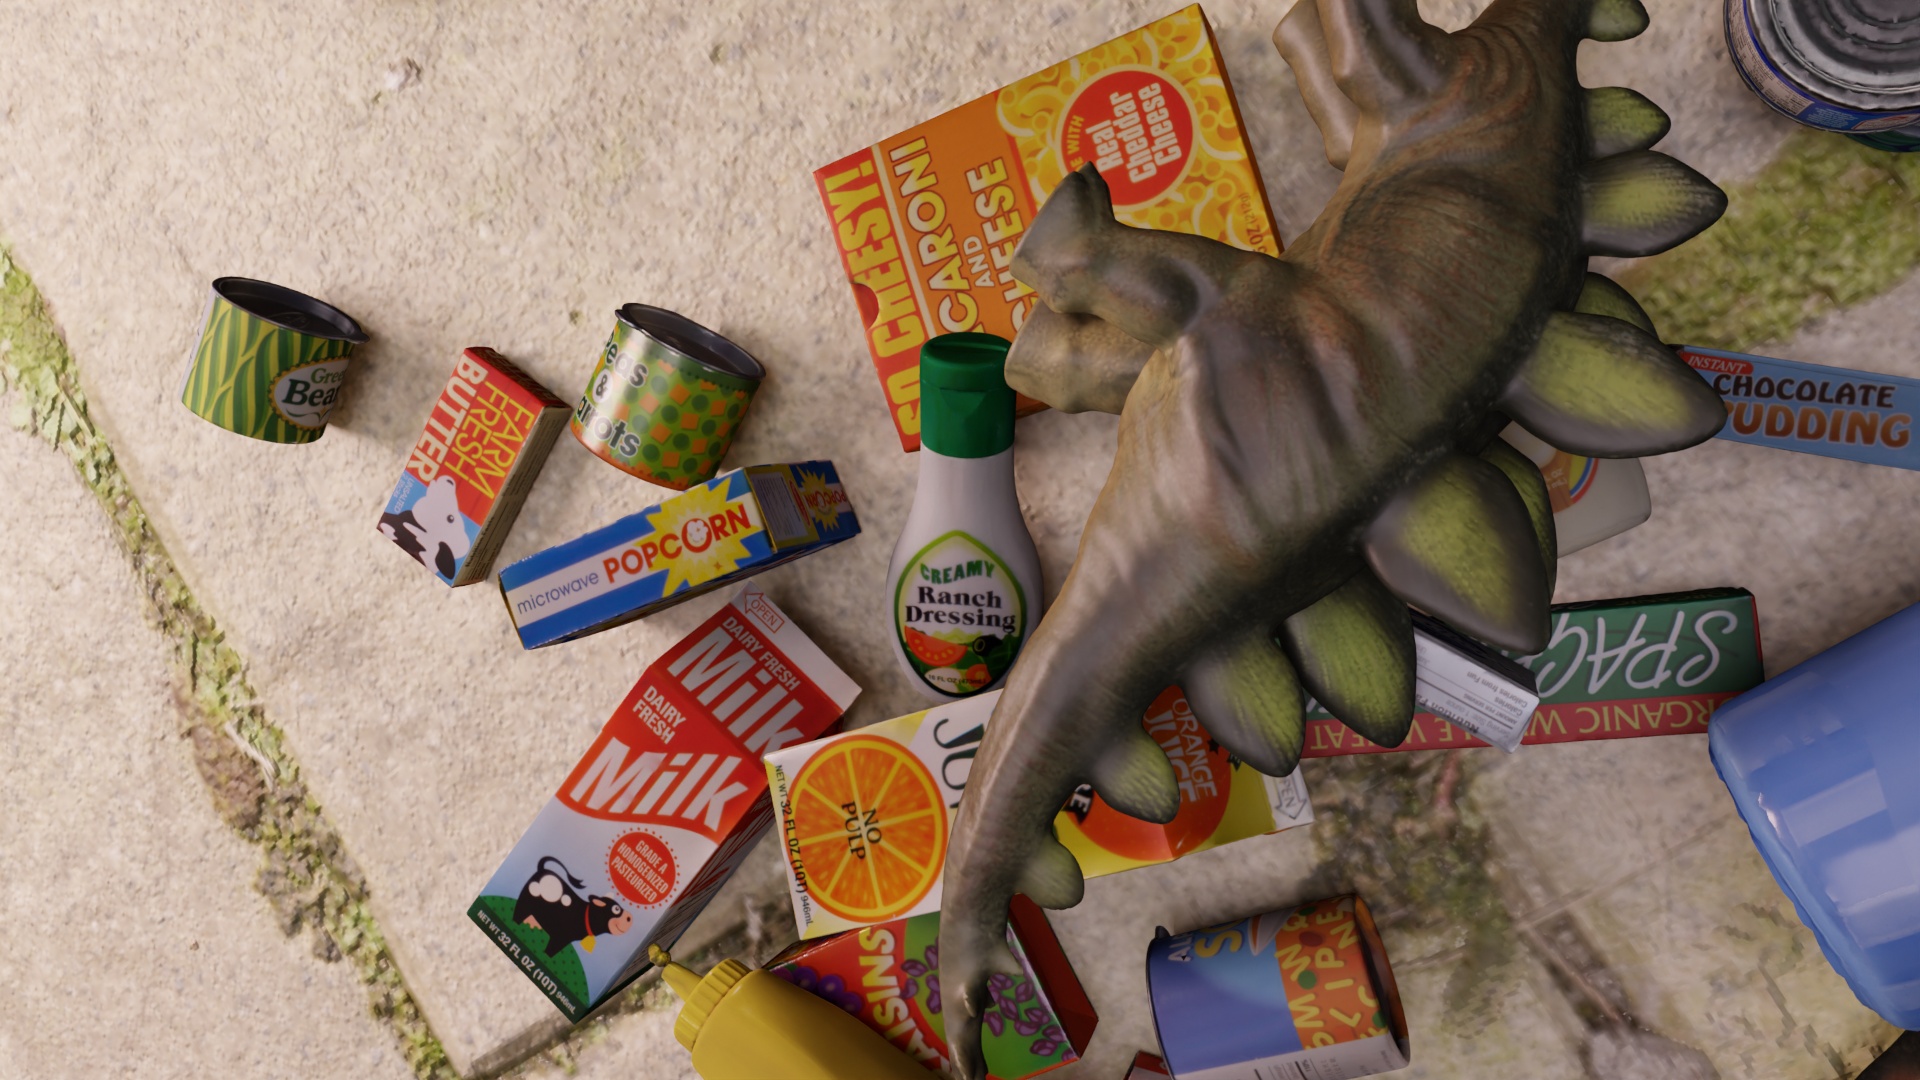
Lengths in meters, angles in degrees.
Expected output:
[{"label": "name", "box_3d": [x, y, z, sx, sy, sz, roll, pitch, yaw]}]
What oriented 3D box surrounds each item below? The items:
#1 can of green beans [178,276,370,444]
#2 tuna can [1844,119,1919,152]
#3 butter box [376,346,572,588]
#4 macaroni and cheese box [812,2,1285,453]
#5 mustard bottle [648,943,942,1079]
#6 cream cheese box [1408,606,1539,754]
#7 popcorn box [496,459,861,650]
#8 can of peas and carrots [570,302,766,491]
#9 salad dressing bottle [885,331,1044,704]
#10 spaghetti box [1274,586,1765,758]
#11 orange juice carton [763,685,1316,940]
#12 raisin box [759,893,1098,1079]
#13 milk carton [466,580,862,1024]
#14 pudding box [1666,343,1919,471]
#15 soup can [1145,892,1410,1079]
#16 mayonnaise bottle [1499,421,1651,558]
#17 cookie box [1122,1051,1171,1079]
[{"label": "can of green beans", "box_3d": [-0.328, -0.085, 0.660, 0.071, 0.071, 0.057, 29, 104, 13]}, {"label": "tuna can", "box_3d": [0.323, -0.162, 0.459, 0.071, 0.033, 0.071, 2, 96, 18]}, {"label": "butter box", "box_3d": [-0.230, -0.034, 0.655, 0.053, 0.024, 0.103, 34, 105, 12]}, {"label": "macaroni and cheese box", "box_3d": [0.037, -0.119, 0.552, 0.166, 0.040, 0.123, -18, 89, 18]}, {"label": "mustard bottle", "box_3d": [-0.066, 0.215, 0.564, 0.160, 0.065, 0.048, 32, 100, 18]}, {"label": "cream cheese box", "box_3d": [0.151, 0.035, 0.491, 0.104, 0.053, 0.024, 29, 101, 17]}, {"label": "popcorn box", "box_3d": [-0.118, 0.005, 0.590, 0.126, 0.085, 0.038, -20, 88, 19]}, {"label": "can of peas and carrots", "box_3d": [-0.127, -0.061, 0.595, 0.071, 0.071, 0.058, 32, 105, 13]}, {"label": "salad dressing bottle", "box_3d": [0.002, -0.007, 0.546, 0.064, 0.044, 0.147, 4, 118, 7]}, {"label": "spaghetti box", "box_3d": [0.167, 0.055, 0.531, 0.250, 0.029, 0.050, -7, 92, 19]}, {"label": "orange juice carton", "box_3d": [0.030, 0.092, 0.521, 0.192, 0.073, 0.072, -18, 78, 21]}, {"label": "raisin box", "box_3d": [-0.016, 0.198, 0.599, 0.123, 0.040, 0.086, -28, 87, 19]}, {"label": "milk carton", "box_3d": [-0.123, 0.110, 0.607, 0.072, 0.073, 0.190, 42, 105, 10]}, {"label": "pudding box", "box_3d": [0.283, -0.046, 0.474, 0.084, 0.050, 0.030, 12, 101, 17]}, {"label": "soup can", "box_3d": [0.122, 0.176, 0.539, 0.083, 0.071, 0.071, -20, 89, 18]}, {"label": "mayonnaise bottle", "box_3d": [0.191, -0.064, 0.506, 0.064, 0.041, 0.148, -25, 86, 18]}, {"label": "cookie box", "box_3d": [0.139, 0.290, 0.556, 0.167, 0.040, 0.122, 9, 98, 17]}]
